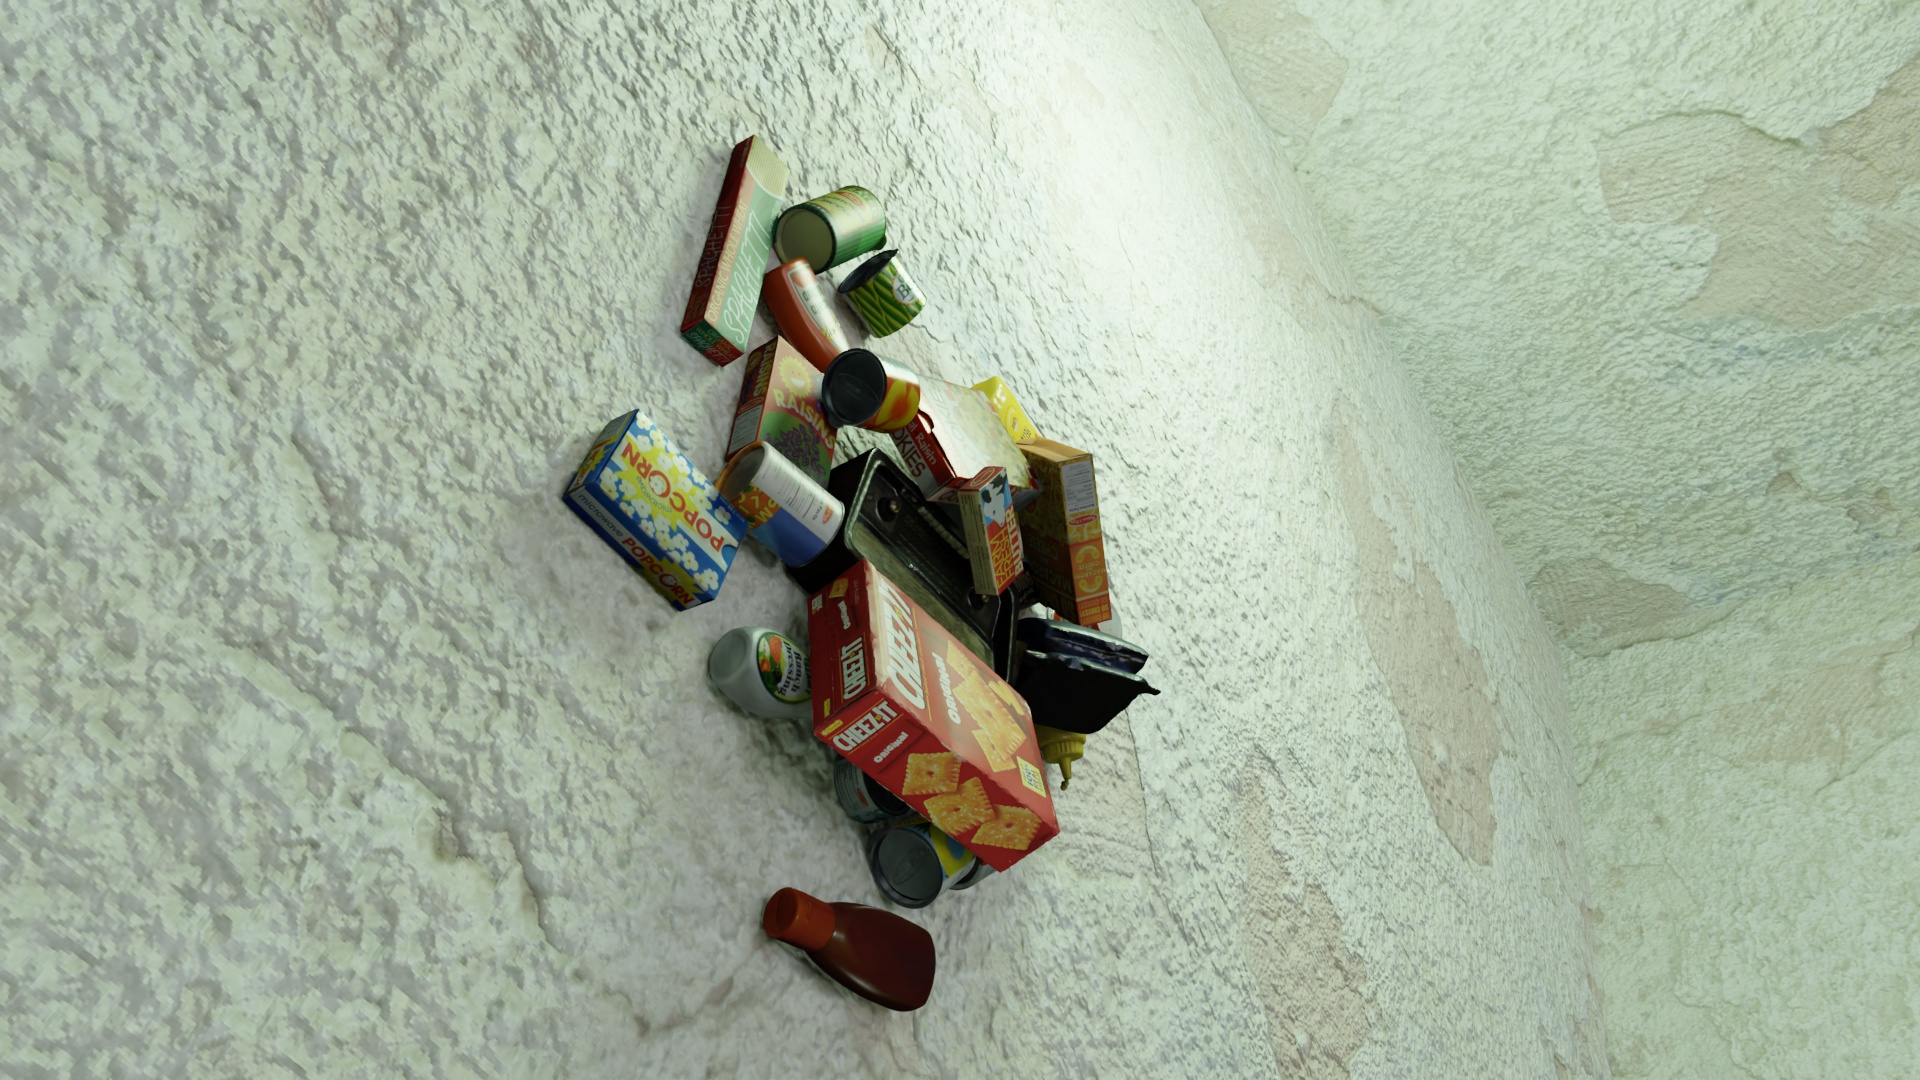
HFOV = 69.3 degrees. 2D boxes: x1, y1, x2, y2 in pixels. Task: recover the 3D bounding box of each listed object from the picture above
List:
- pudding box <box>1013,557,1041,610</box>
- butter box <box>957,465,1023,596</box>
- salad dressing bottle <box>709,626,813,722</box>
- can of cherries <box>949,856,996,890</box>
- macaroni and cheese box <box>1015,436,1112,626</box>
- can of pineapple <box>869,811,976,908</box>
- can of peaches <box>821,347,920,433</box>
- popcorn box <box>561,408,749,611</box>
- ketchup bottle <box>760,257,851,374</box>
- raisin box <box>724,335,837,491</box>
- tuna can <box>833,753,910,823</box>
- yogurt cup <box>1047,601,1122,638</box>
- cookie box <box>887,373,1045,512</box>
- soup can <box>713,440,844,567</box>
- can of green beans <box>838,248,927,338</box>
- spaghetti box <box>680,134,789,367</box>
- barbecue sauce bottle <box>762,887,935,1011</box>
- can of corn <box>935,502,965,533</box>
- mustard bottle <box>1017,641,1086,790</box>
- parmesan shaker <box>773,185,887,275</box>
[{"bbox_3d":[0.042,0.046,1.368,0.084,0.030,0.050,-5,74,-58],"label":"pudding box"},{"bbox_3d":[0.026,-0.008,1.205,0.053,0.024,0.103,-43,129,-50],"label":"butter box"},{"bbox_3d":[-0.124,0.113,1.058,0.147,0.044,0.064,34,44,-44],"label":"salad dressing bottle"},{"bbox_3d":[0.005,0.247,1.151,0.058,0.071,0.071,-11,81,-58],"label":"can of cherries"},{"bbox_3d":[0.096,-0.011,1.365,0.040,0.124,0.166,-13,106,-18],"label":"macaroni and cheese box"},{"bbox_3d":[-0.030,0.247,1.097,0.058,0.071,0.071,-19,87,-59],"label":"can of pineapple"},{"bbox_3d":[-0.077,-0.125,1.187,0.058,0.071,0.071,7,65,-60],"label":"can of peaches"},{"bbox_3d":[-0.218,-0.021,1.004,0.126,0.038,0.085,49,35,-27],"label":"popcorn box"},{"bbox_3d":[-0.127,-0.176,1.238,0.148,0.043,0.065,63,25,-9],"label":"ketchup bottle"},{"bbox_3d":[-0.145,-0.098,1.163,0.086,0.040,0.124,40,40,-36],"label":"raisin box"},{"bbox_3d":[-0.067,0.190,1.107,0.071,0.032,0.071,35,44,-42],"label":"tuna can"},{"bbox_3d":[0.134,0.092,1.458,0.072,0.054,0.073,35,44,-43],"label":"yogurt cup"},{"bbox_3d":[-0.003,-0.090,1.273,0.167,0.040,0.123,5,50,-59],"label":"cookie box"},{"bbox_3d":[-0.146,-0.027,1.092,0.083,0.071,0.072,41,40,-30],"label":"soup can"},{"bbox_3d":[-0.074,-0.236,1.334,0.057,0.071,0.071,52,34,-25],"label":"can of green beans"},{"bbox_3d":[-0.192,-0.255,1.201,0.050,0.028,0.251,40,40,-36],"label":"spaghetti box"},{"bbox_3d":[-0.079,0.293,1.012,0.148,0.043,0.065,38,42,-39],"label":"barbecue sauce bottle"},{"bbox_3d":[0.005,-0.016,1.314,0.058,0.071,0.071,20,55,-50],"label":"can of corn"},{"bbox_3d":[0.095,0.165,1.356,0.065,0.048,0.161,19,55,-47],"label":"mustard bottle"},{"bbox_3d":[-0.119,-0.288,1.295,0.071,0.071,0.103,62,31,-10],"label":"parmesan shaker"}]
